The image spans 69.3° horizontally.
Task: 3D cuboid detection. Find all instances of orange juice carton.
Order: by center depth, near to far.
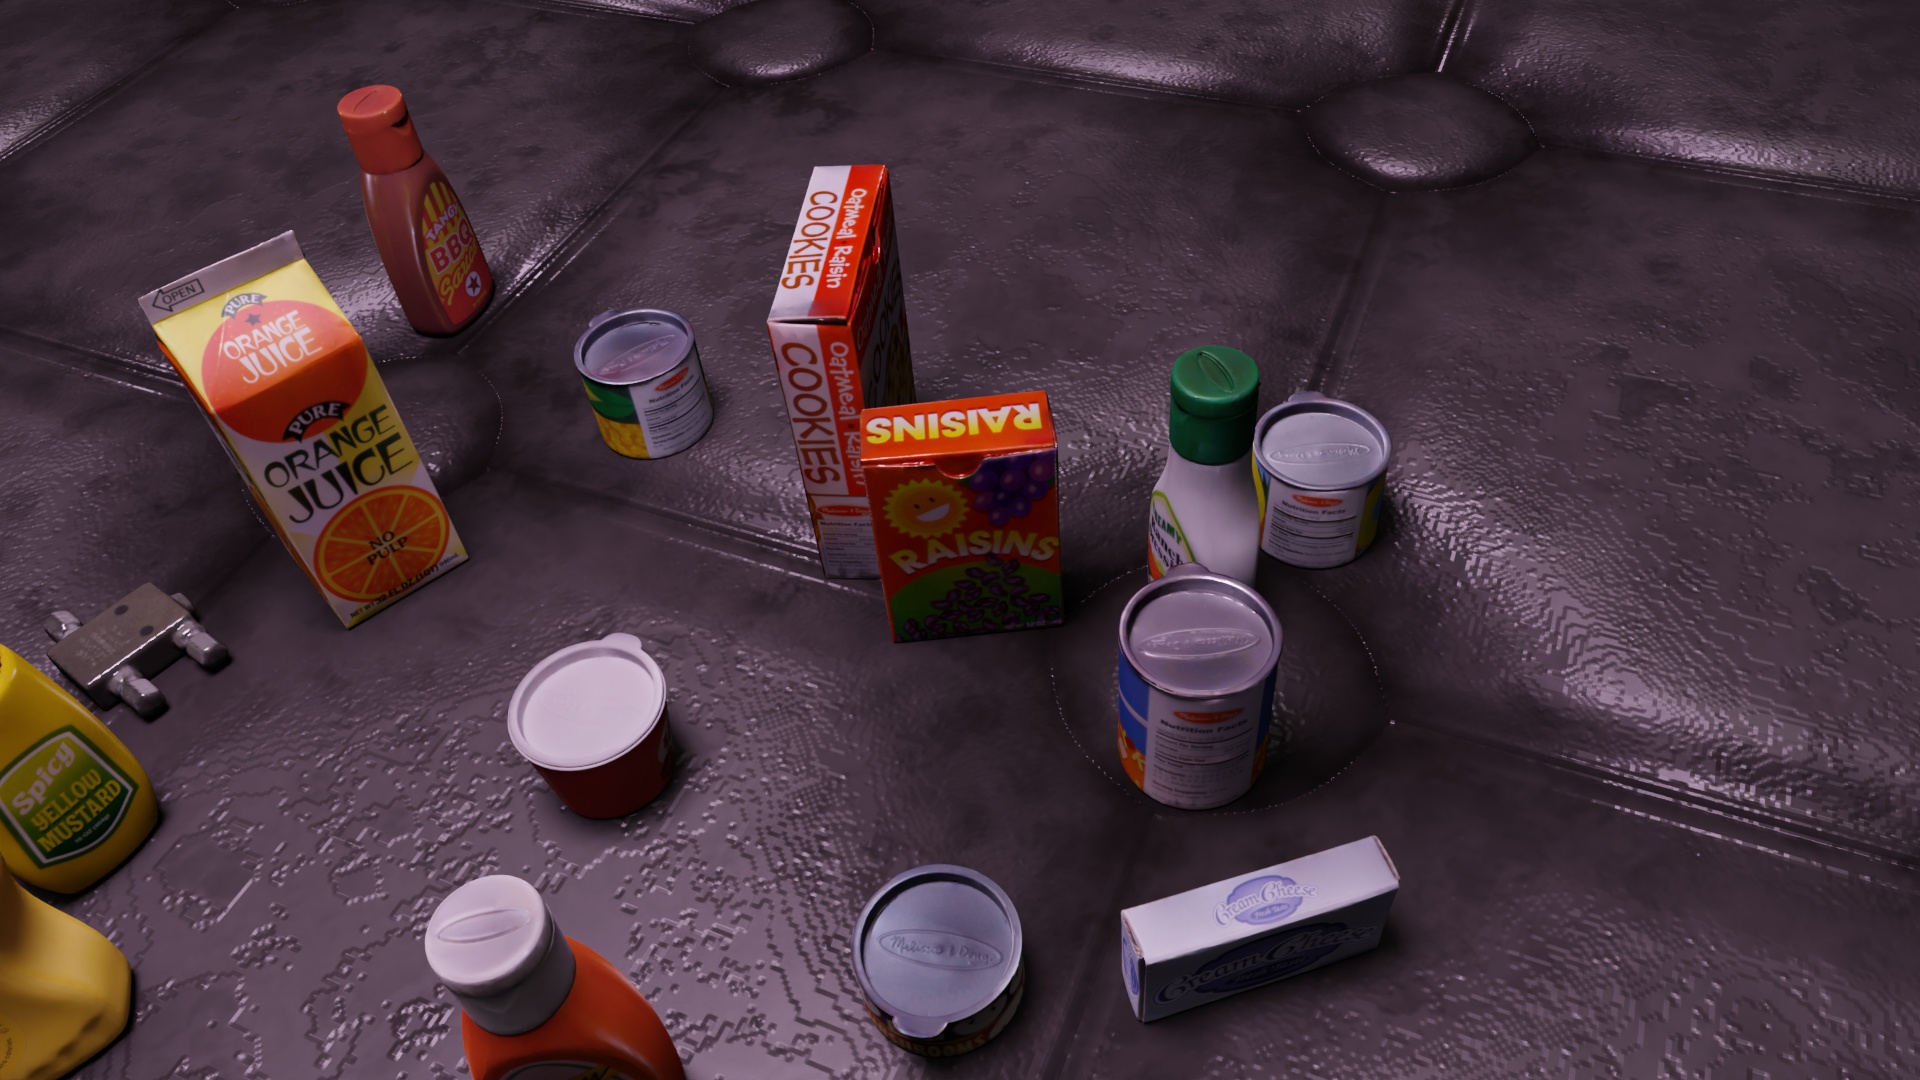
[{"bbox_3d":[-0.315,-0.055,0.670,0.072,0.191,0.073,-35,53,-24],"label":"orange juice carton"}]

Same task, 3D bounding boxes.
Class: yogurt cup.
[{"bbox_3d":[-0.159,0.086,0.616,0.072,0.053,0.073,-3,47,3],"label":"yogurt cup"}]

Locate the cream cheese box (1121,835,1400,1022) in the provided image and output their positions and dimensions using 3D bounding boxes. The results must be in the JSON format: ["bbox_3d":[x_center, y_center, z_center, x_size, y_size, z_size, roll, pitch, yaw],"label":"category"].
[{"bbox_3d":[0.113,0.149,0.531,0.104,0.053,0.024,-14,47,-8],"label":"cream cheese box"}]

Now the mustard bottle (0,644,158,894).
[{"bbox_3d":[-0.395,0.082,0.570,0.049,0.159,0.065,21,52,23],"label":"mustard bottle"}]

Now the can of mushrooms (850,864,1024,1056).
[{"bbox_3d":[-0.009,0.165,0.541,0.071,0.033,0.071,-3,47,3],"label":"can of mushrooms"}]

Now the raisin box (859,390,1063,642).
[{"bbox_3d":[0.002,-0.008,0.642,0.086,0.122,0.040,-5,47,1],"label":"raisin box"}]

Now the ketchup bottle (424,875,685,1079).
[{"bbox_3d":[-0.139,0.166,0.474,0.065,0.148,0.044,-11,47,-5],"label":"ketchup bottle"}]

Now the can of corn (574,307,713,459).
[{"bbox_3d":[-0.178,-0.089,0.781,0.071,0.058,0.071,-3,47,3],"label":"can of corn"}]

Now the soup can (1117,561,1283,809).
[{"bbox_3d":[0.100,0.063,0.593,0.071,0.083,0.072,-3,47,3],"label":"soup can"}]

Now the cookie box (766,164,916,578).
[{"bbox_3d":[-0.052,-0.081,0.686,0.040,0.166,0.123,1,47,6],"label":"cookie box"}]

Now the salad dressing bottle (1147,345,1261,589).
[{"bbox_3d":[0.111,-0.021,0.627,0.044,0.146,0.064,-17,48,-10],"label":"salad dressing bottle"}]

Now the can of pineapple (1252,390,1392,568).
[{"bbox_3d":[0.177,-0.030,0.691,0.071,0.057,0.071,-3,47,3],"label":"can of pineapple"}]

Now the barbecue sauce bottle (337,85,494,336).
[{"bbox_3d":[-0.329,-0.198,0.837,0.044,0.147,0.065,9,48,13],"label":"barbecue sauce bottle"}]
